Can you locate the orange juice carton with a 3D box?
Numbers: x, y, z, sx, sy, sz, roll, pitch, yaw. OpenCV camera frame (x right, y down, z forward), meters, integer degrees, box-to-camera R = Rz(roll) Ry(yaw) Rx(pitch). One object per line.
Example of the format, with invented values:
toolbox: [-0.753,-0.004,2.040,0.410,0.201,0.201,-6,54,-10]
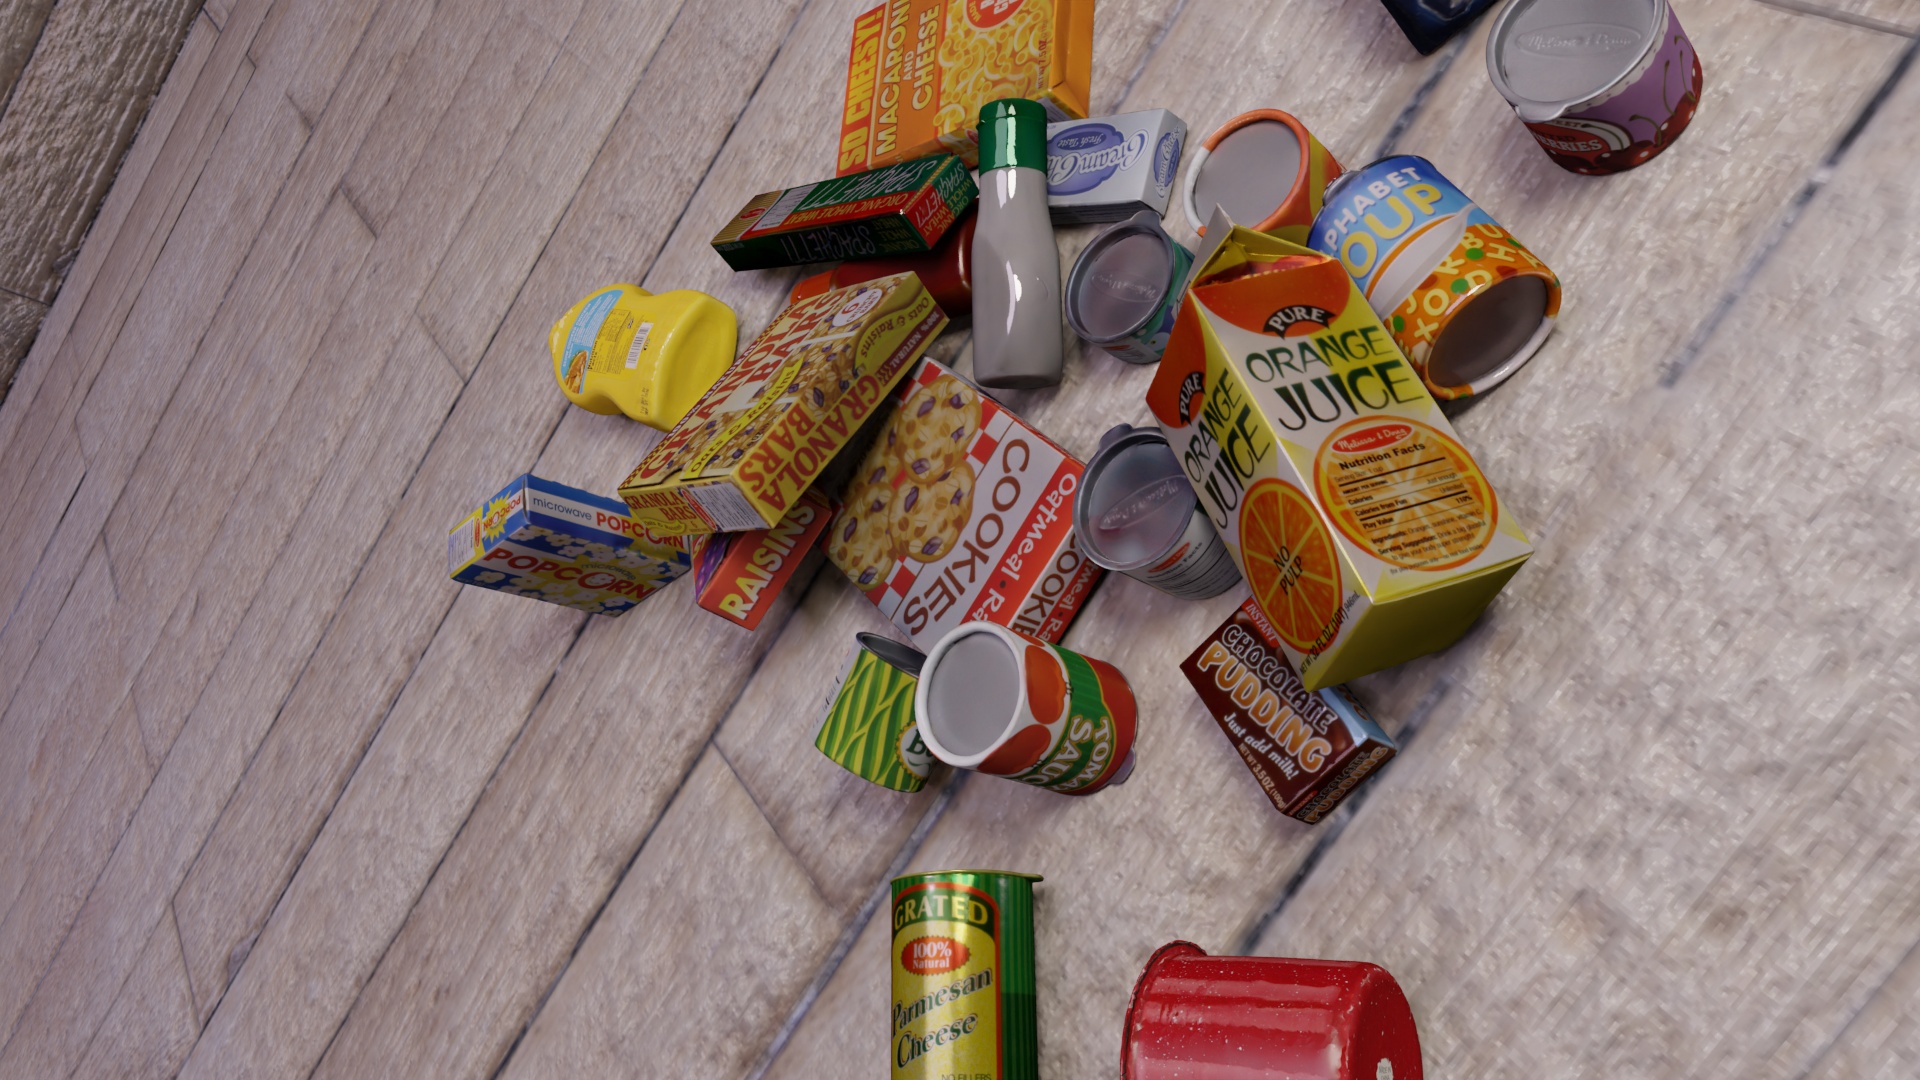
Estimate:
orange juice carton: [0.135,-0.045,0.558,0.071,0.073,0.193,103,149,-56]

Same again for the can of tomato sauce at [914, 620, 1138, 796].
can of tomato sauce: [0.031,0.079,0.631,0.071,0.083,0.071,-18,62,38]

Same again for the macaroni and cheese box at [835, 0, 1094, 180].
macaroni and cheese box: [0.002,-0.284,0.835,0.166,0.040,0.124,-10,67,39]

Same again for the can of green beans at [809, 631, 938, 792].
can of green beans: [-0.035,0.087,0.702,0.071,0.071,0.057,31,96,45]

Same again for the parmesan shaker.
parmesan shaker: [0.004,0.203,0.619,0.071,0.071,0.103,-19,62,37]

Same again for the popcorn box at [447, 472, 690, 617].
popcorn box: [-0.249,0.006,0.889,0.085,0.126,0.038,-31,58,31]

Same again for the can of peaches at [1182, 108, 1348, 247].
can of peaches: [0.146,-0.156,0.637,0.071,0.058,0.071,-18,62,38]

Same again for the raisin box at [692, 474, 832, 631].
raisin box: [-0.118,-0.014,0.807,0.086,0.040,0.124,-54,24,13]

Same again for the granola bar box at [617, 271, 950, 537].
granola bar box: [-0.098,-0.075,0.761,0.124,0.039,0.166,-3,42,50]

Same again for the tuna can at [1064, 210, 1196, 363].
tuna can: [0.089,-0.126,0.696,0.071,0.033,0.071,-17,63,37]

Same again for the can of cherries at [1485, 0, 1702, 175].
can of cherries: [0.251,-0.186,0.552,0.071,0.058,0.072,-17,64,37]

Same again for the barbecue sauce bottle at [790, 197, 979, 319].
barbecue sauce bottle: [-0.039,-0.153,0.817,0.148,0.043,0.065,-9,62,41]

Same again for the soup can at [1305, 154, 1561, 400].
soup can: [0.190,-0.109,0.568,0.071,0.071,0.084,-46,49,20]

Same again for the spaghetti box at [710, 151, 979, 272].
spaghetti box: [-0.077,-0.194,0.838,0.050,0.028,0.250,-52,30,-18]

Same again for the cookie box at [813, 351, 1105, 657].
cookie box: [0.003,-0.009,0.724,0.168,0.040,0.122,41,102,45]

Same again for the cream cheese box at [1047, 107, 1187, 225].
cream cheese box: [0.070,-0.199,0.749,0.104,0.024,0.053,8,81,44]

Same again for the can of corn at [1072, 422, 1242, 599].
can of corn: [0.094,-0.013,0.628,0.071,0.058,0.071,-18,62,38]

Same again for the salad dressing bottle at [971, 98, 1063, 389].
salad dressing bottle: [0.029,-0.155,0.731,0.064,0.044,0.147,167,103,-71]

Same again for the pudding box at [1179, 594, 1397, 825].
pudding box: [0.135,0.069,0.577,0.049,0.030,0.084,-46,48,18]
